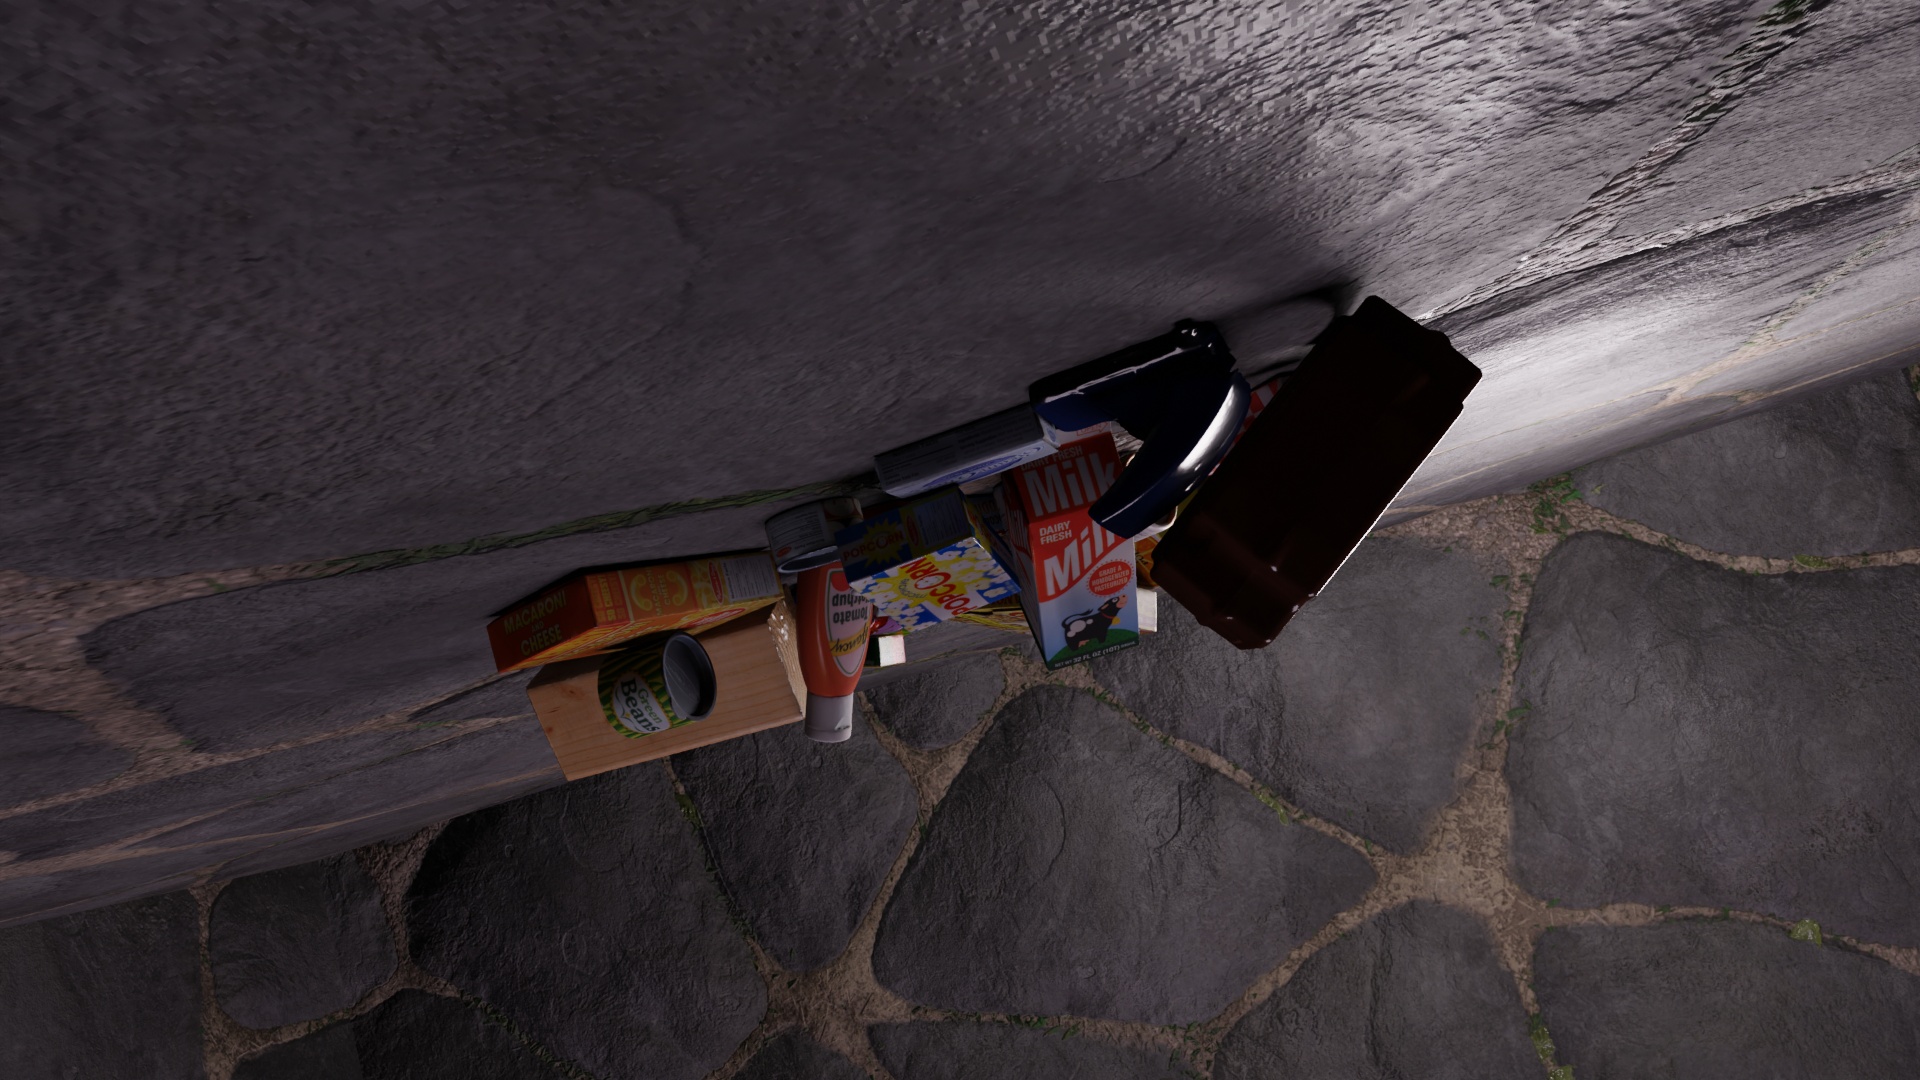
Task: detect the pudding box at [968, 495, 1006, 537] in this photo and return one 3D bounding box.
[{"bbox_3d":[0.004,-0.013,1.071,0.049,0.030,0.084,-22,170,37],"label":"pudding box"}]

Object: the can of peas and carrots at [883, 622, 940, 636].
[{"bbox_3d":[-0.052,0.054,1.281,0.071,0.071,0.058,-8,169,-45],"label":"can of peas and carrots"}]

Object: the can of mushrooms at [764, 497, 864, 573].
[{"bbox_3d":[-0.094,-0.003,0.930,0.071,0.033,0.071,-17,171,-3],"label":"can of mushrooms"}]

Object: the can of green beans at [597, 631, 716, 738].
[{"bbox_3d":[-0.218,0.105,1.000,0.058,0.071,0.071,-18,172,20],"label":"can of green beans"}]

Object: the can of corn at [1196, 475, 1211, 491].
[{"bbox_3d":[0.238,-0.043,1.223,0.071,0.071,0.058,-12,170,-28],"label":"can of corn"}]

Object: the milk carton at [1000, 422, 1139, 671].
[{"bbox_3d":[0.075,-0.004,0.954,0.072,0.074,0.189,-16,134,-6],"label":"milk carton"}]

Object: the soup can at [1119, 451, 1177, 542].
[{"bbox_3d":[0.118,-0.028,1.092,0.083,0.071,0.071,-25,168,41],"label":"soup can"}]

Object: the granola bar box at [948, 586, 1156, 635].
[{"bbox_3d":[0.069,0.053,1.162,0.124,0.039,0.165,-6,167,39],"label":"granola bar box"}]

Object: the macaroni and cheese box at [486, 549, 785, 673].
[{"bbox_3d":[-0.228,0.049,0.985,0.123,0.040,0.167,-23,171,38],"label":"macaroni and cheese box"}]

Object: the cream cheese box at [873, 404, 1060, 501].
[{"bbox_3d":[0.005,-0.051,0.835,0.104,0.024,0.053,-18,172,12],"label":"cream cheese box"}]

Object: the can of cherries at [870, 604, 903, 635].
[{"bbox_3d":[-0.081,0.051,1.199,0.071,0.071,0.058,-22,170,32],"label":"can of cherries"}]

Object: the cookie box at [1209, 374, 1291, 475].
[{"bbox_3d":[0.265,-0.093,1.026,0.168,0.040,0.122,-12,171,-29],"label":"cookie box"}]

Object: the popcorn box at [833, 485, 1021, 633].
[{"bbox_3d":[-0.018,0.015,0.900,0.085,0.038,0.126,-20,157,10],"label":"popcorn box"}]

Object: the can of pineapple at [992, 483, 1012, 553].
[{"bbox_3d":[0.065,-0.021,1.047,0.071,0.058,0.071,-16,171,-2],"label":"can of pineapple"}]

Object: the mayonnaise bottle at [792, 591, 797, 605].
[{"bbox_3d":[-0.134,0.067,1.297,0.065,0.041,0.148,-11,172,-4],"label":"mayonnaise bottle"}]

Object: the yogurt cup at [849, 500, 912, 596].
[{"bbox_3d":[-0.053,0.005,0.994,0.072,0.054,0.072,-16,172,-2],"label":"yogurt cup"}]

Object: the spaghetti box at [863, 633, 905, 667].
[{"bbox_3d":[-0.173,0.102,1.273,0.250,0.028,0.050,-3,178,24],"label":"spaghetti box"}]

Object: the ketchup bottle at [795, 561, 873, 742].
[{"bbox_3d":[-0.099,0.080,1.074,0.043,0.148,0.065,13,-167,40],"label":"ketchup bottle"}]

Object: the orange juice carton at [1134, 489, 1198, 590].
[{"bbox_3d":[0.134,0.007,1.239,0.192,0.073,0.072,-27,-159,52],"label":"orange juice carton"}]
